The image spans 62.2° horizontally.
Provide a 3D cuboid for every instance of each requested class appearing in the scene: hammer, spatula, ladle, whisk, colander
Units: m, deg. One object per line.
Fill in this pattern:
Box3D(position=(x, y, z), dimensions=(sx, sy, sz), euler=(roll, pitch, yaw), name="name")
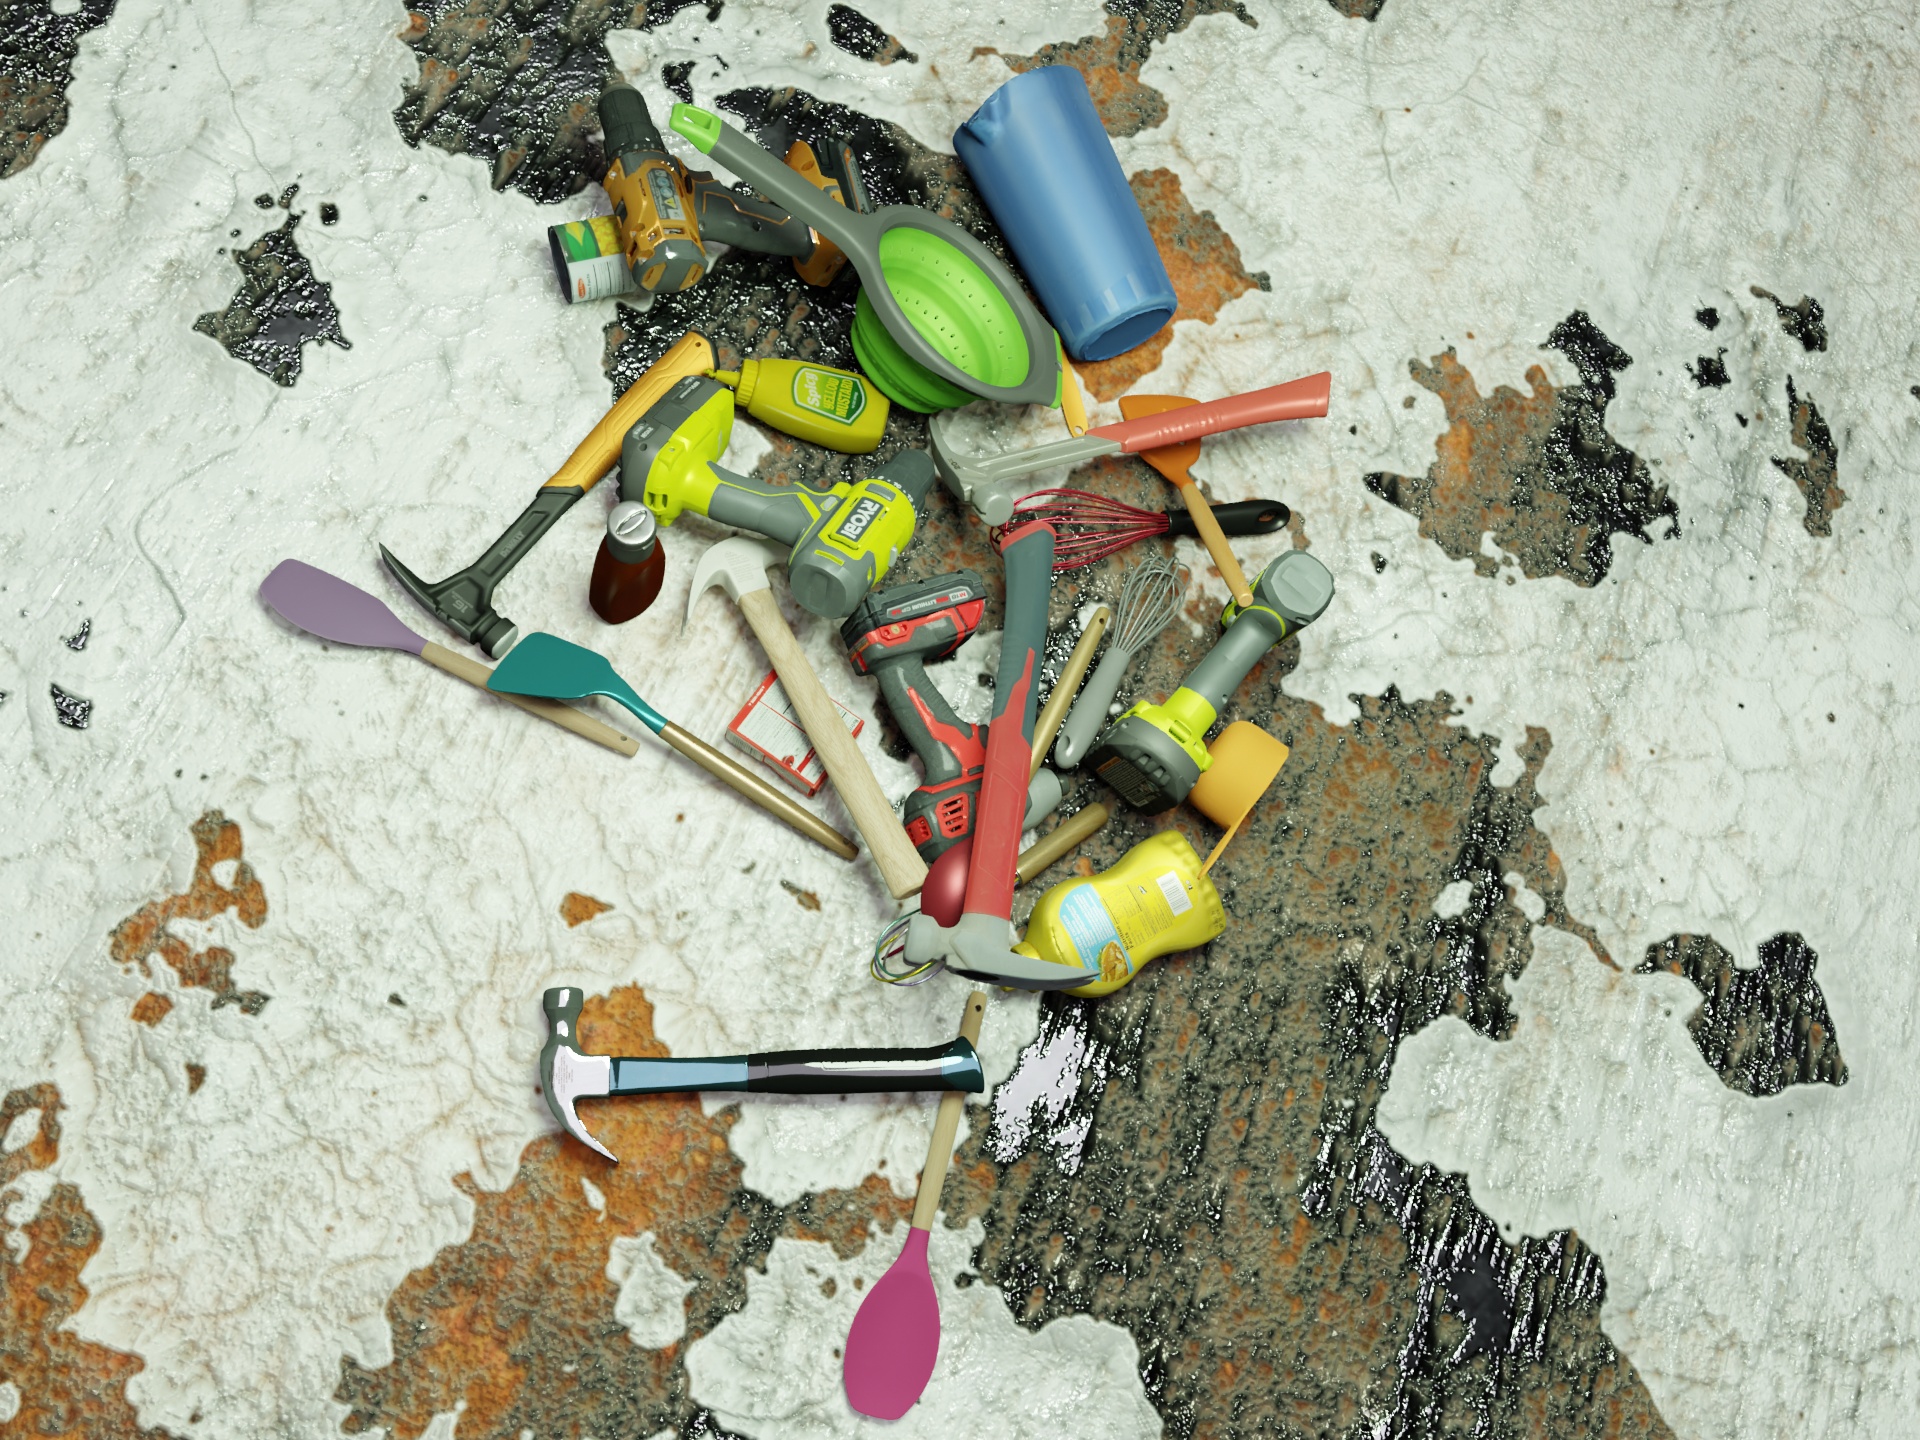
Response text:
Box3D(position=(-0.116, -0.006, 1.261), dimensions=(0.130, 0.031, 0.331), euler=(-21, 71, -28), name="hammer")
Box3D(position=(-0.322, -0.209, 1.316), dimensions=(0.127, 0.034, 0.337), euler=(38, 68, 0), name="hammer")
Box3D(position=(-0.218, 0.026, 1.263), dimensions=(0.317, 0.044, 0.082), euler=(34, 38, -8), name="spatula")
Box3D(position=(0.055, 0.035, 1.260), dimensions=(0.069, 0.031, 0.315), euler=(35, 65, -16), name="ladle")
Box3D(position=(0.202, -0.193, 1.358), dimensions=(0.081, 0.041, 0.323), euler=(1, 35, -9), name="spatula")
Box3D(position=(0.163, -0.173, 1.402), dimensions=(0.295, 0.073, 0.073), euler=(-6, 74, -21), name="whisk")
Box3D(position=(0.157, -0.255, 1.386), dimensions=(0.359, 0.036, 0.149), euler=(-15, 41, -13), name="hammer")
Box3D(position=(-0.089, -0.367, 1.331), dimensions=(0.396, 0.094, 0.205), euler=(28, 44, -29), name="colander")
Box3D(position=(0.136, -0.052, 1.346), dimensions=(0.055, 0.055, 0.239), euler=(31, 61, -2), name="whisk")
Box3D(position=(0.054, 0.017, 1.232), dimensions=(0.143, 0.038, 0.387), euler=(11, 63, -5), name="hammer")
Box3D(position=(-0.146, 0.263, 1.195), dimensions=(0.331, 0.033, 0.128), euler=(1, 73, -9), name="hammer")
Box3D(position=(-0.399, -0.043, 1.251), dimensions=(0.316, 0.018, 0.060), euler=(26, 48, -4), name="spatula")
Box3D(position=(0.024, 0.135, 1.283), dimensions=(0.245, 0.047, 0.051), euler=(-34, 95, -25), name="whisk")

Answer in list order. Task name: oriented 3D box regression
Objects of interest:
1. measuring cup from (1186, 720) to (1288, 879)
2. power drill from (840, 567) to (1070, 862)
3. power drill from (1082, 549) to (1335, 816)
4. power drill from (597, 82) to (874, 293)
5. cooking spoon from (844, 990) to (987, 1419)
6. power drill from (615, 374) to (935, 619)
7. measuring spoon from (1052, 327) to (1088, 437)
Box3D(position=(0.209, 0.065, 1.300), dimensions=(0.052, 0.095, 0.174), euler=(38, 43, 3), name="measuring cup")
Box3D(position=(-0.002, -0.004, 1.299), dimensions=(0.143, 0.078, 0.220), euler=(-17, 81, -25), name="power drill")
Box3D(position=(0.205, -0.031, 1.317), dimensions=(0.080, 0.171, 0.223), euler=(41, 77, 1), name="power drill")
Box3D(position=(-0.198, -0.460, 1.371), dimensions=(0.226, 0.084, 0.185), euler=(-10, 74, -33), name="power drill")
Box3D(position=(-0.024, 0.361, 1.209), dimensions=(0.068, 0.017, 0.319), euler=(18, 70, -8), name="cooking spoon")
Box3D(position=(-0.144, -0.193, 1.297), dimensions=(0.228, 0.080, 0.191), euler=(25, 48, 7), name="power drill")
Box3D(position=(0.096, -0.305, 1.457), dimensions=(0.021, 0.011, 0.117), euler=(-10, 79, -22), name="measuring spoon")
